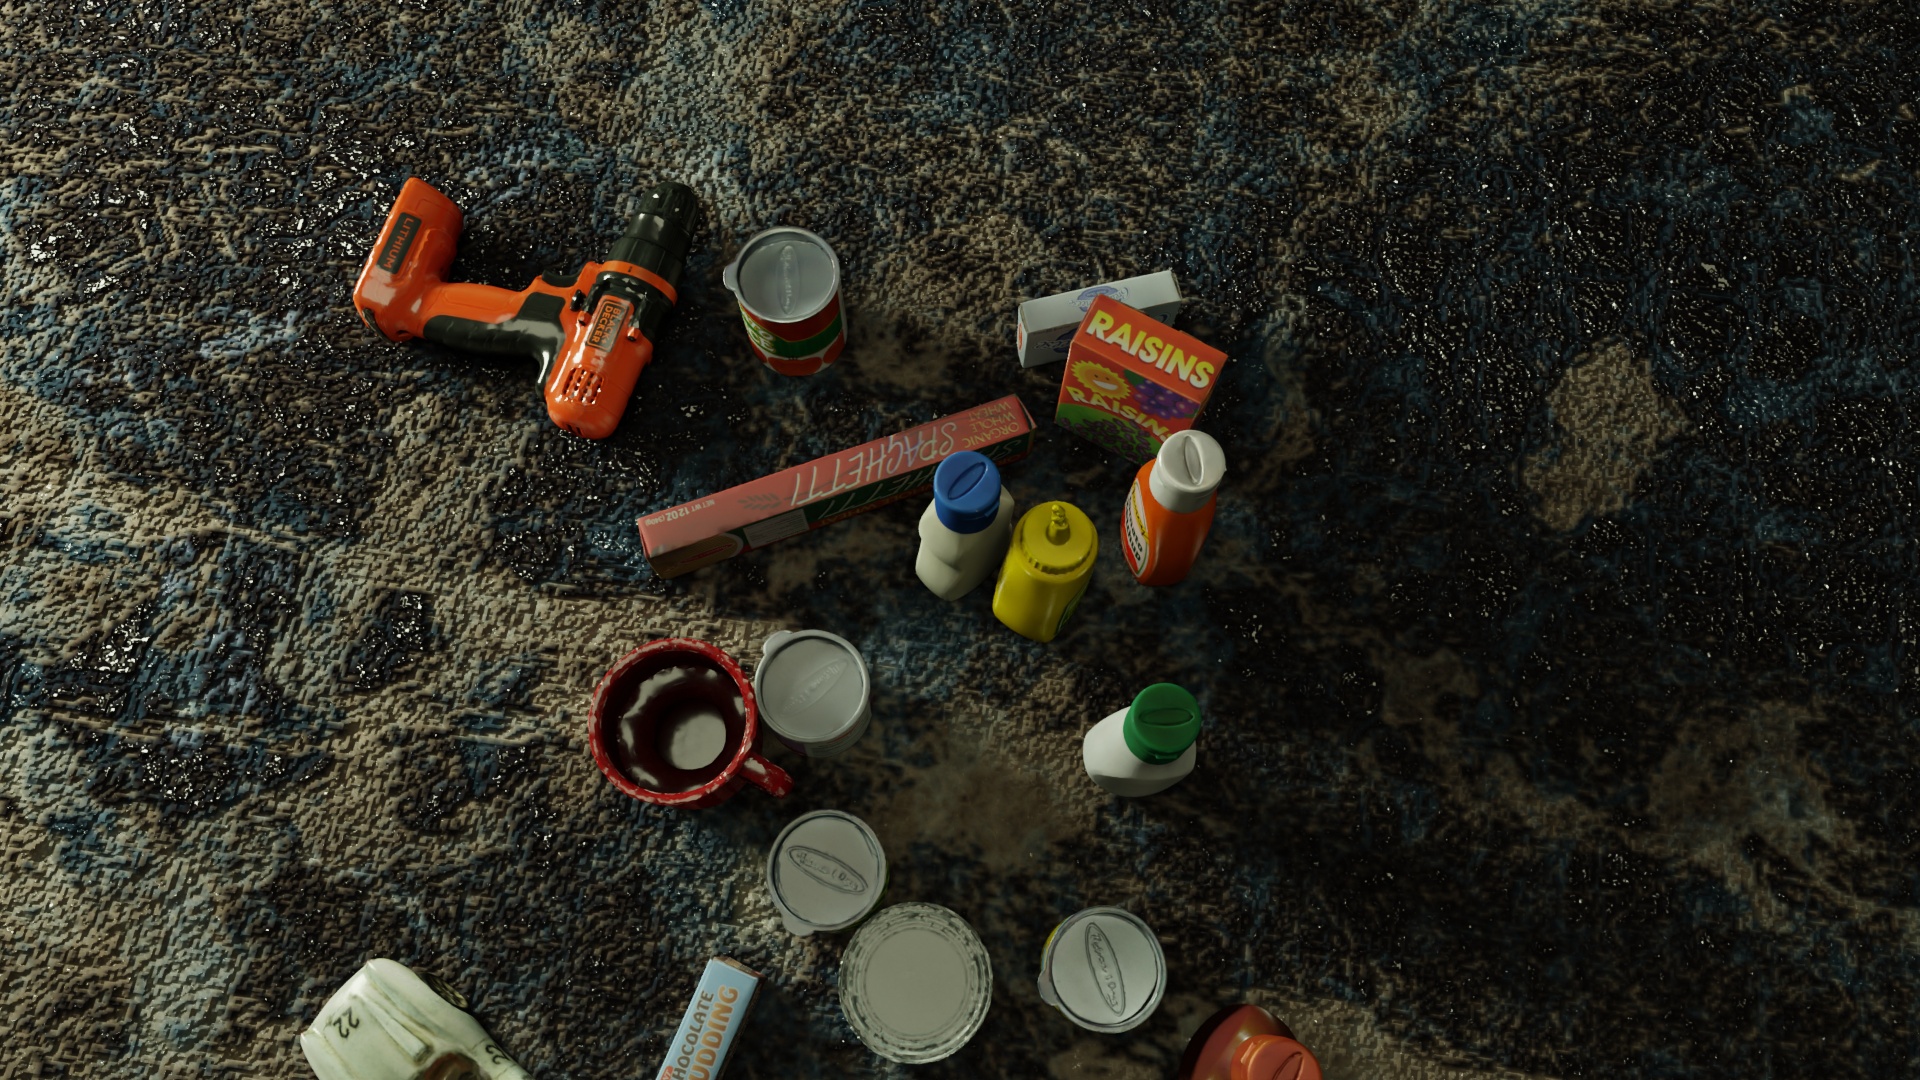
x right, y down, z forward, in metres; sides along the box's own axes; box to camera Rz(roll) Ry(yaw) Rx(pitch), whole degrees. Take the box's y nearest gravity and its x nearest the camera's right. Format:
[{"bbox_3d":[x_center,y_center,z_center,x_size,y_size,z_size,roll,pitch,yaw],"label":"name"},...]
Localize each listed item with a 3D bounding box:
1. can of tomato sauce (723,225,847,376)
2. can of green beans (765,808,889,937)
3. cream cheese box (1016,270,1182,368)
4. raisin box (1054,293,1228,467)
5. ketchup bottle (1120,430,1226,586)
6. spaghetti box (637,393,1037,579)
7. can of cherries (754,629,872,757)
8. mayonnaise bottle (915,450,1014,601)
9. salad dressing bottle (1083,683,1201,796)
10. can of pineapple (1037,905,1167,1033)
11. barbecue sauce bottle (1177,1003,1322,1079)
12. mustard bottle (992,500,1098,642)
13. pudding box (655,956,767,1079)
[{"bbox_3d":[-0.109,-0.150,0.886,0.071,0.083,0.071,0,72,-1],"label":"can of tomato sauce"},{"bbox_3d":[-0.074,0.189,0.789,0.071,0.057,0.071,0,72,-1],"label":"can of green beans"},{"bbox_3d":[0.088,-0.143,0.903,0.104,0.053,0.024,-13,73,-5],"label":"cream cheese box"},{"bbox_3d":[0.108,-0.092,0.850,0.086,0.123,0.040,28,74,8],"label":"raisin box"},{"bbox_3d":[0.124,-0.021,0.813,0.043,0.148,0.065,-8,73,-3],"label":"ketchup bottle"},{"bbox_3d":[-0.074,-0.033,0.866,0.250,0.050,0.029,-19,74,-7],"label":"spaghetti box"},{"bbox_3d":[-0.087,0.089,0.821,0.071,0.058,0.071,0,72,-1],"label":"can of cherries"},{"bbox_3d":[0.003,-0.010,0.808,0.041,0.147,0.065,42,77,11],"label":"mayonnaise bottle"},{"bbox_3d":[0.104,0.111,0.770,0.064,0.147,0.044,-1,72,-1],"label":"salad dressing bottle"},{"bbox_3d":[0.076,0.239,0.775,0.071,0.057,0.071,0,72,-1],"label":"can of pineapple"},{"bbox_3d":[0.150,0.273,0.718,0.044,0.148,0.065,36,75,10],"label":"barbecue sauce bottle"},{"bbox_3d":[0.051,0.013,0.795,0.049,0.159,0.065,29,74,8],"label":"mustard bottle"},{"bbox_3d":[-0.139,0.274,0.764,0.030,0.049,0.084,22,73,6],"label":"pudding box"}]
